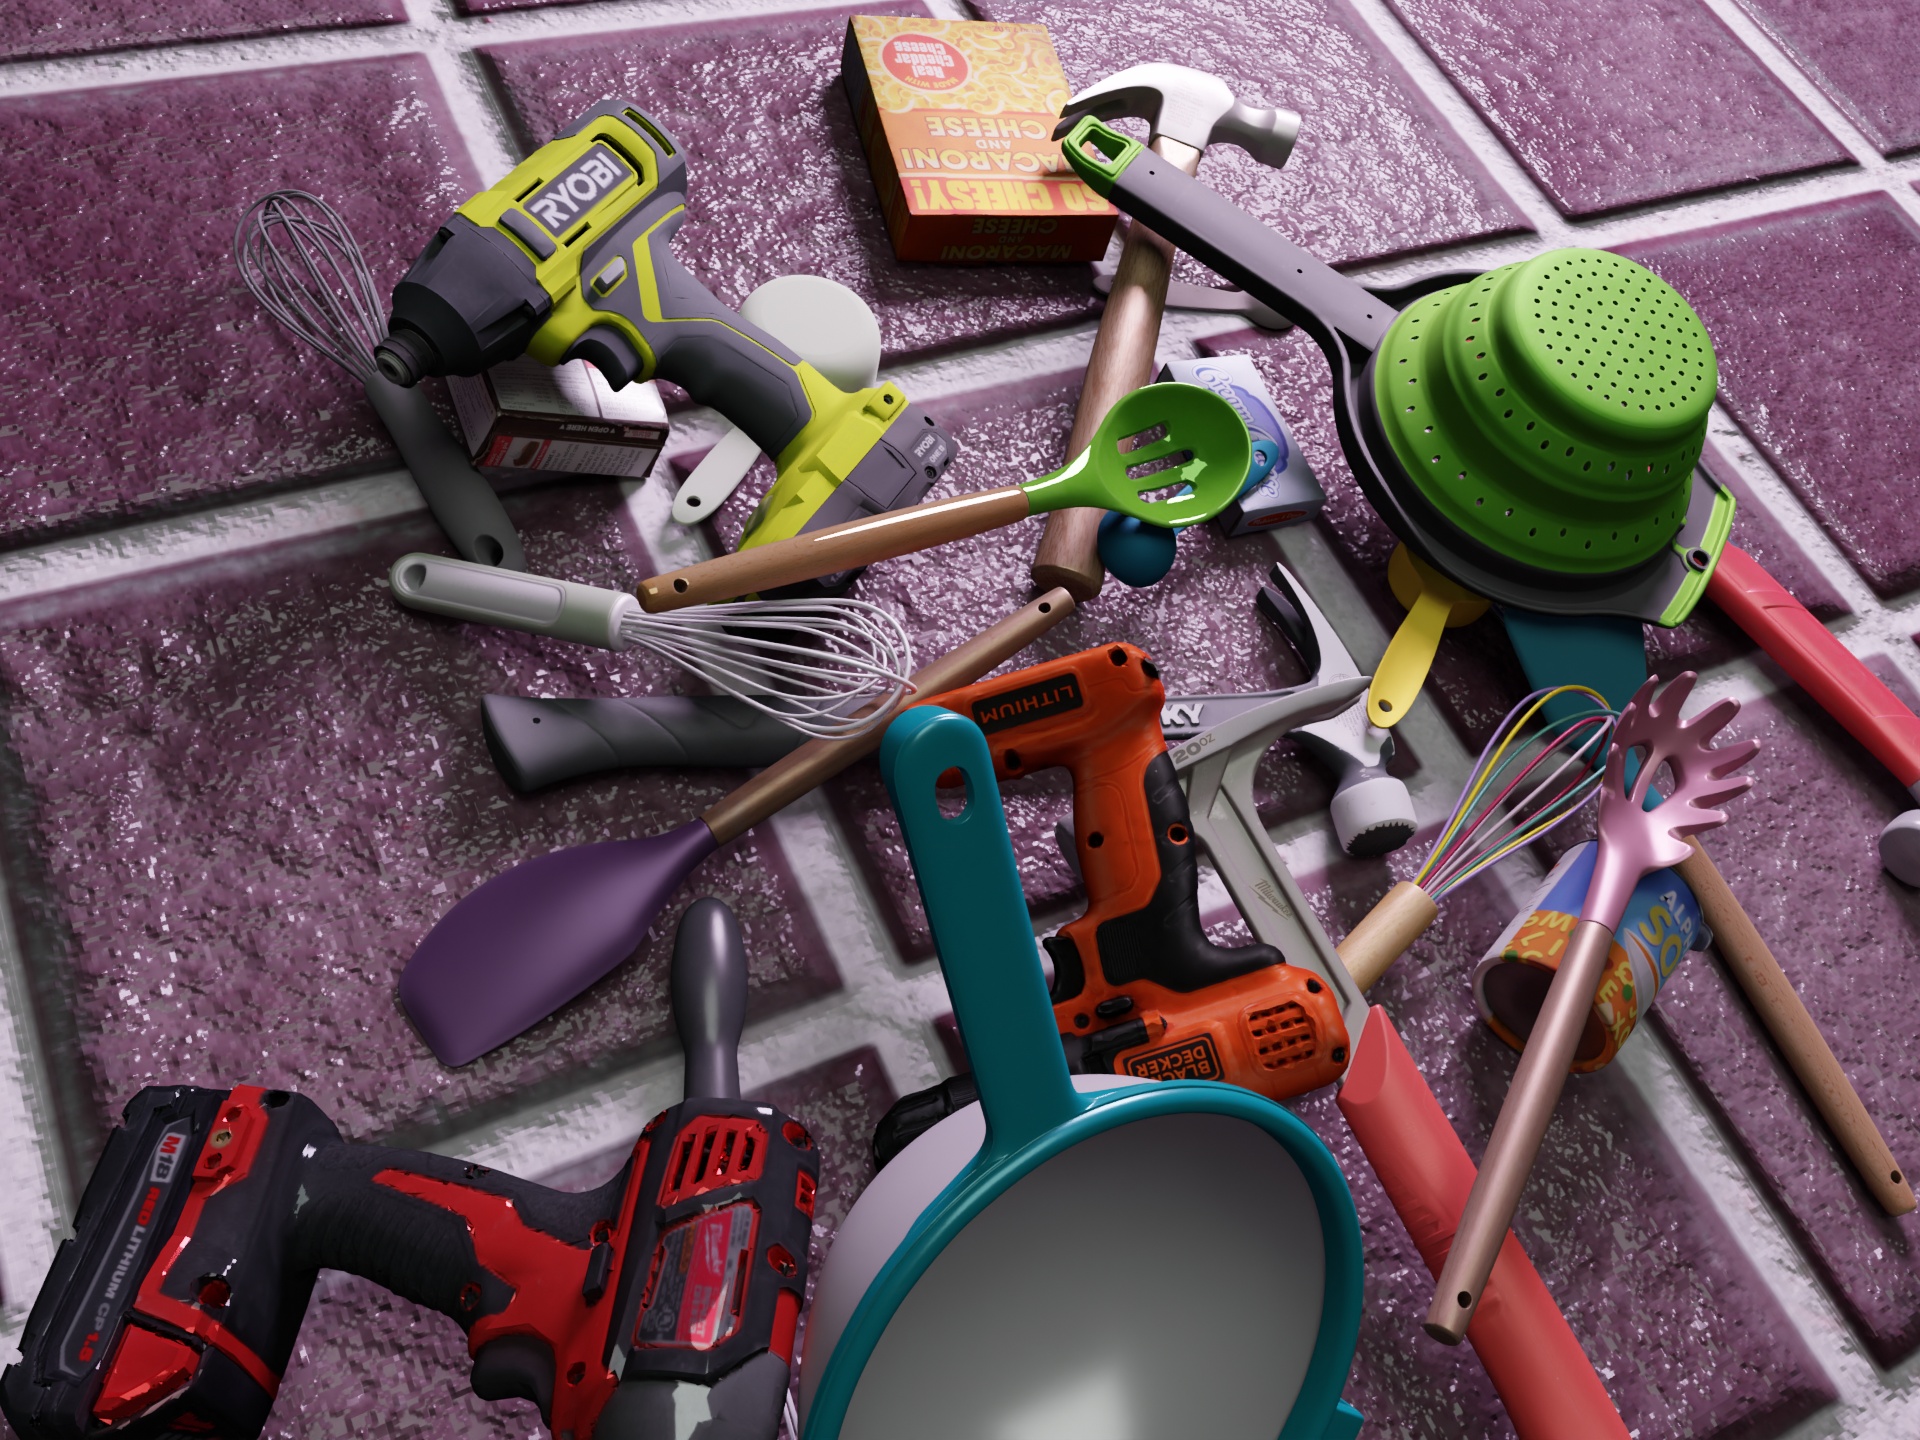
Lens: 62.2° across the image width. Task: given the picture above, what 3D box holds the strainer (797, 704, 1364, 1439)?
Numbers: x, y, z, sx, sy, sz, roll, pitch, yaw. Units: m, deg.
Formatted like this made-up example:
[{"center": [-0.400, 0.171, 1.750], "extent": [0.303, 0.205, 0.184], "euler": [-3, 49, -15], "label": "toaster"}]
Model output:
[{"center": [0.011, 0.143, 0.503], "extent": [0.211, 0.340, 0.095], "euler": [-24, 24, -23], "label": "strainer"}]

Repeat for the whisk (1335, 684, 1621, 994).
[{"center": [0.219, 0.068, 0.704], "extent": [0.245, 0.047, 0.051], "euler": [-40, 40, -20], "label": "whisk"}]

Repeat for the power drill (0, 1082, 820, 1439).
[{"center": [-0.159, 0.186, 0.492], "extent": [0.219, 0.078, 0.143], "euler": [2, 50, 4], "label": "power drill"}]

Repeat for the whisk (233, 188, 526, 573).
[{"center": [-0.266, -0.153, 0.732], "extent": [0.055, 0.055, 0.239], "euler": [-28, 74, -27], "label": "whisk"}]

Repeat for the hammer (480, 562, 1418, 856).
[{"center": [-0.001, -0.002, 0.710], "extent": [0.409, 0.036, 0.149], "euler": [-2, 58, -14], "label": "hammer"}]

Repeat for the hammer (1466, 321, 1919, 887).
[{"center": [0.419, -0.092, 0.867], "extent": [0.143, 0.038, 0.386], "euler": [-28, 69, -28], "label": "hammer"}]

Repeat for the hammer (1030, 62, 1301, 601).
[{"center": [0.088, -0.211, 0.828], "extent": [0.130, 0.031, 0.331], "euler": [18, 67, -5], "label": "hammer"}]

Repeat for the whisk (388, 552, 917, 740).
[{"center": [-0.133, -0.039, 0.659], "extent": [0.246, 0.059, 0.058], "euler": [12, 82, 17], "label": "whisk"}]

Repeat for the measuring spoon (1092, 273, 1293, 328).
[{"center": [0.136, -0.245, 0.903], "extent": [0.124, 0.018, 0.034], "euler": [3, 58, -11], "label": "measuring spoon"}]

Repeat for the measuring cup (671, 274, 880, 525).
[{"center": [-0.095, -0.160, 0.780], "extent": [0.083, 0.038, 0.168], "euler": [27, 54, 3], "label": "measuring cup"}]

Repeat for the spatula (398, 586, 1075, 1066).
[{"center": [-0.082, 0.029, 0.646], "extent": [0.316, 0.018, 0.060], "euler": [-33, 74, -15], "label": "spatula"}]

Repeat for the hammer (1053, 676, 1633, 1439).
[{"center": [0.184, 0.160, 0.626], "extent": [0.149, 0.036, 0.359], "euler": [-26, 73, -8], "label": "hammer"}]

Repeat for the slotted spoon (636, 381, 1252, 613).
[{"center": [0.004, -0.091, 0.690], "extent": [0.313, 0.031, 0.070], "euler": [-19, 86, -31], "label": "slotted spoon"}]

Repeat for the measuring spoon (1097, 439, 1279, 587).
[{"center": [0.119, -0.109, 0.779], "extent": [0.128, 0.021, 0.042], "euler": [-36, 97, -27], "label": "measuring spoon"}]

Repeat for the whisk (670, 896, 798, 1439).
[{"center": [-0.087, 0.188, 0.560], "extent": [0.070, 0.070, 0.285], "euler": [1, 54, -13], "label": "whisk"}]

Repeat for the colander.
[{"center": [0.228, -0.207, 0.783], "extent": [0.397, 0.094, 0.204], "euler": [35, 61, 4], "label": "colander"}]

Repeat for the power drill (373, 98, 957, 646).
[{"center": [-0.126, -0.144, 0.697], "extent": [0.223, 0.080, 0.171], "euler": [42, 58, -11], "label": "power drill"}]

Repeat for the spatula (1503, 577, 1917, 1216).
[{"center": [0.354, 0.075, 0.744], "extent": [0.082, 0.044, 0.318], "euler": [-14, 65, -18], "label": "spatula"}]

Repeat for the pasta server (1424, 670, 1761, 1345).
[{"center": [0.246, 0.101, 0.626], "extent": [0.060, 0.040, 0.316], "euler": [34, 57, 5], "label": "pasta server"}]

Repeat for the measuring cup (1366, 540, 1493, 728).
[{"center": [0.224, -0.042, 0.786], "extent": [0.062, 0.029, 0.157], "euler": [32, 52, 6], "label": "measuring cup"}]
